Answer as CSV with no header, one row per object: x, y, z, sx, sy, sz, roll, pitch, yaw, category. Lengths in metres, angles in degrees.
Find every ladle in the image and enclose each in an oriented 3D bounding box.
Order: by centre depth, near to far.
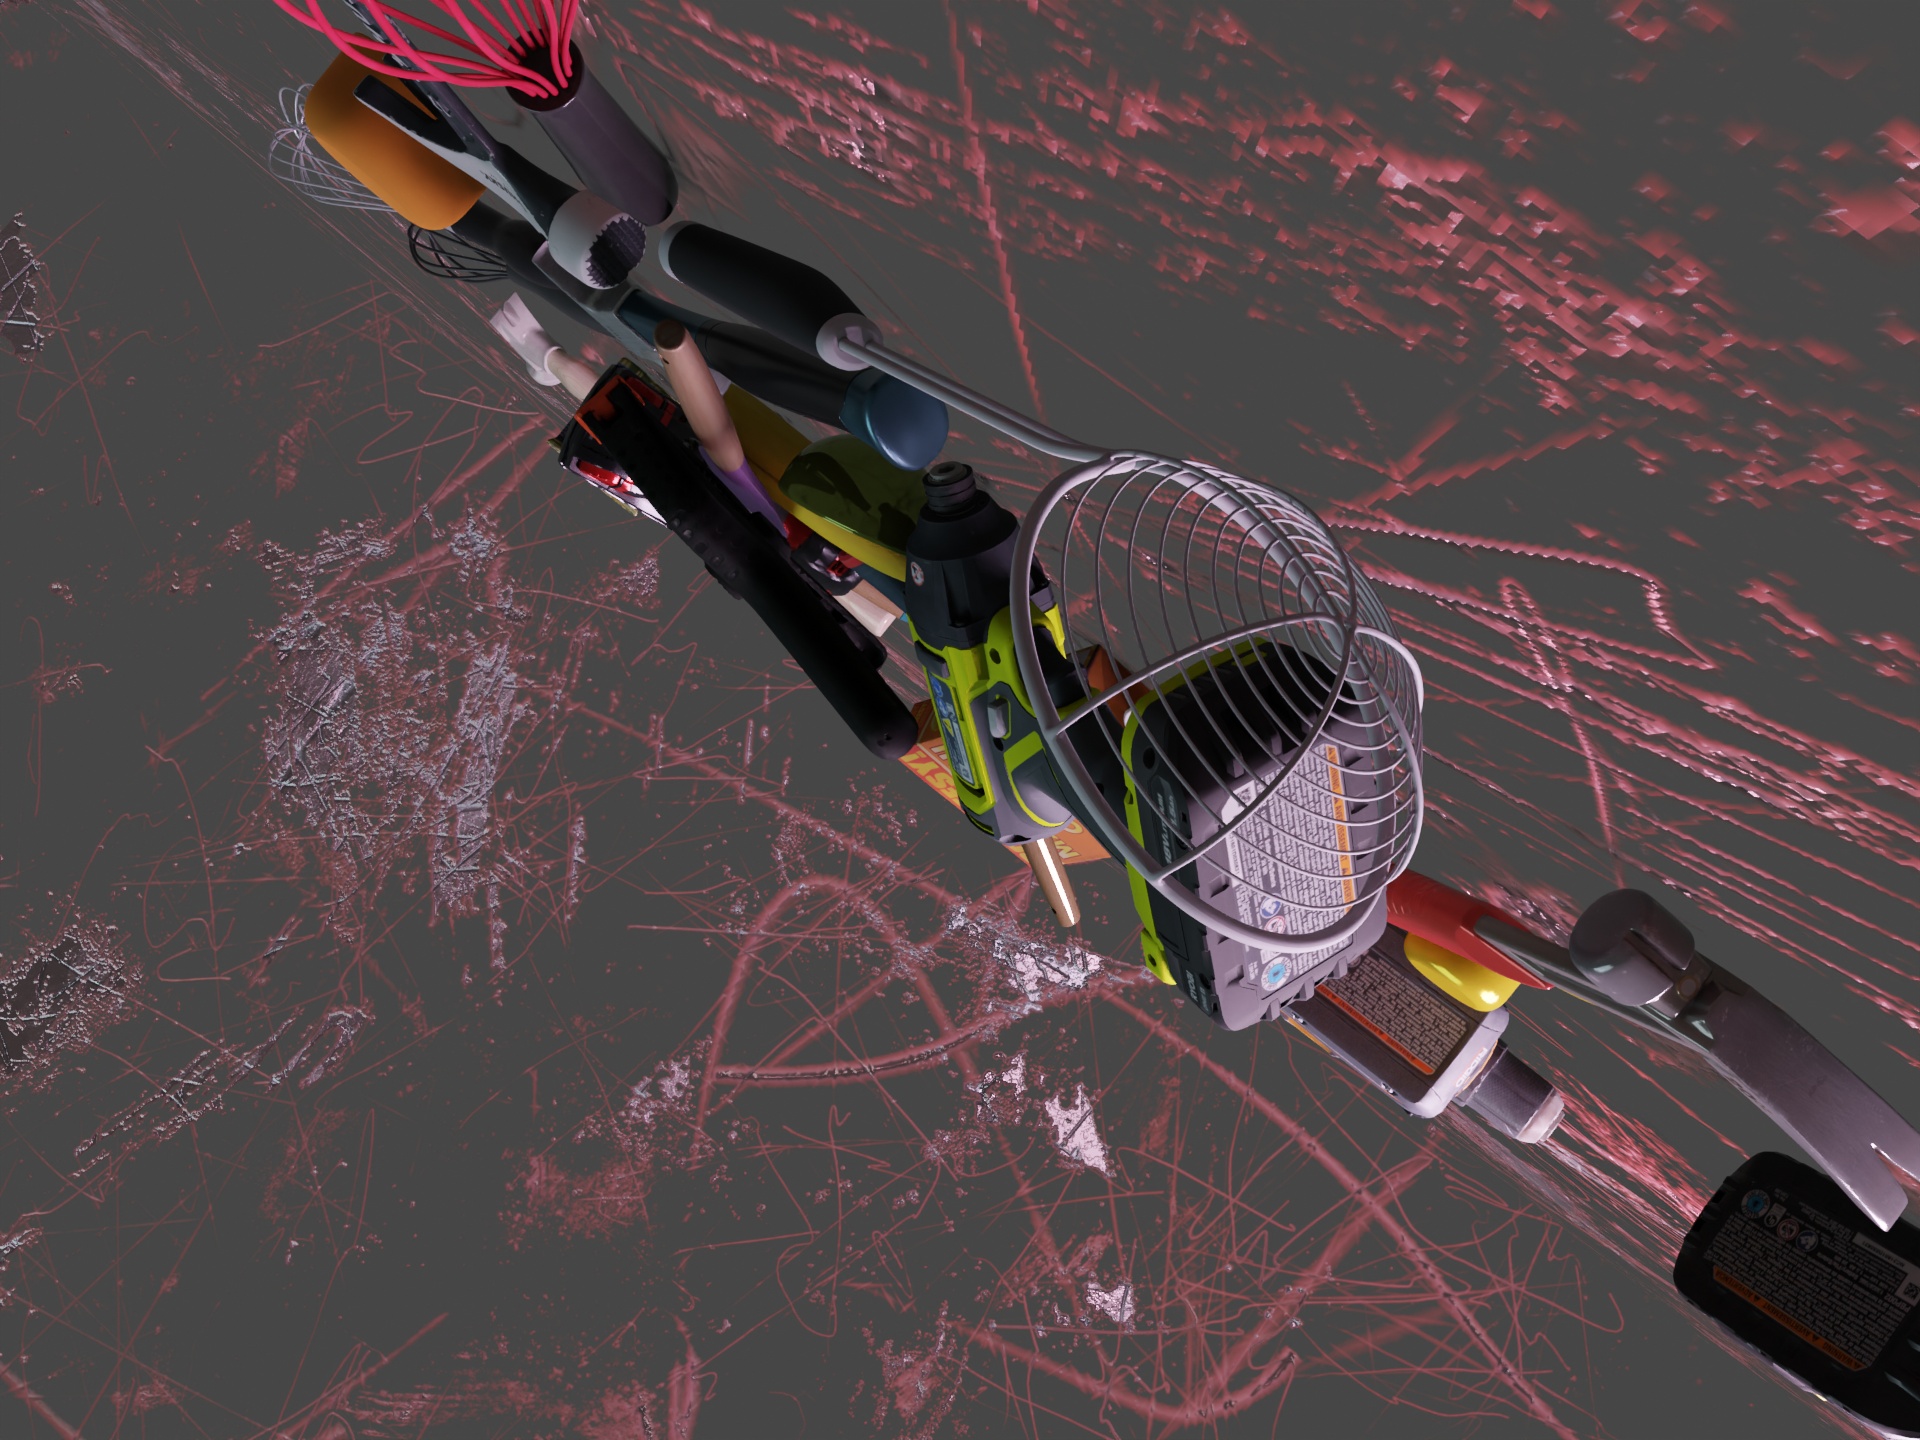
-0.001,-0.002,0.772,0.078,0.062,0.319,42,160,51,ladle

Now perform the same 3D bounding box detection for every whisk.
-0.117,-0.180,0.426,0.073,0.073,0.296,39,-177,0,whisk
-0.303,-0.297,0.903,0.285,0.070,0.070,32,174,29,whisk
-0.254,-0.260,0.919,0.239,0.055,0.055,32,173,36,whisk

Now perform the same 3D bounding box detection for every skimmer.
-0.010,-0.067,0.470,0.127,0.090,0.364,4,-156,-41,skimmer

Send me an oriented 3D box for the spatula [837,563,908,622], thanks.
-0.068,-0.085,1.150,0.317,0.044,0.082,33,-178,-6,spatula

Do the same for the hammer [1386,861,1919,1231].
0.213,0.089,0.657,0.149,0.037,0.359,39,176,-15,hammer

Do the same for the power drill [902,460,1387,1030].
0.053,0.002,0.608,0.223,0.080,0.171,37,148,52,power drill

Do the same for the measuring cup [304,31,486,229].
-0.243,-0.254,0.786,0.173,0.052,0.095,43,175,-27,measuring cup

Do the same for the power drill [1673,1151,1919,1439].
0.433,0.290,0.669,0.228,0.080,0.191,37,178,-20,power drill

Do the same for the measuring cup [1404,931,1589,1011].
0.248,0.120,0.730,0.062,0.029,0.156,39,178,-5,measuring cup

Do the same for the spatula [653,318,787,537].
-0.113,-0.130,0.739,0.060,0.018,0.316,42,176,1,spatula

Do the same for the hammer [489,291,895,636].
-0.220,-0.210,1.335,0.410,0.038,0.146,38,175,4,hammer

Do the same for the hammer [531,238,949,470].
-0.096,-0.158,0.686,0.128,0.033,0.331,40,177,-36,hammer

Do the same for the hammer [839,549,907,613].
0.069,0.025,0.980,0.386,0.038,0.143,44,-157,-24,hammer

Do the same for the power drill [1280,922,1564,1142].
0.275,0.184,0.943,0.185,0.084,0.226,38,-179,21,power drill

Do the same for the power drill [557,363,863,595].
-0.159,-0.153,1.007,0.143,0.078,0.220,29,-179,-43,power drill

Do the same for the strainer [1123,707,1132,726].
0.086,0.025,0.735,0.087,0.050,0.258,44,161,-9,strainer

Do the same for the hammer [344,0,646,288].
-0.236,-0.282,0.503,0.149,0.036,0.408,39,177,19,hammer
